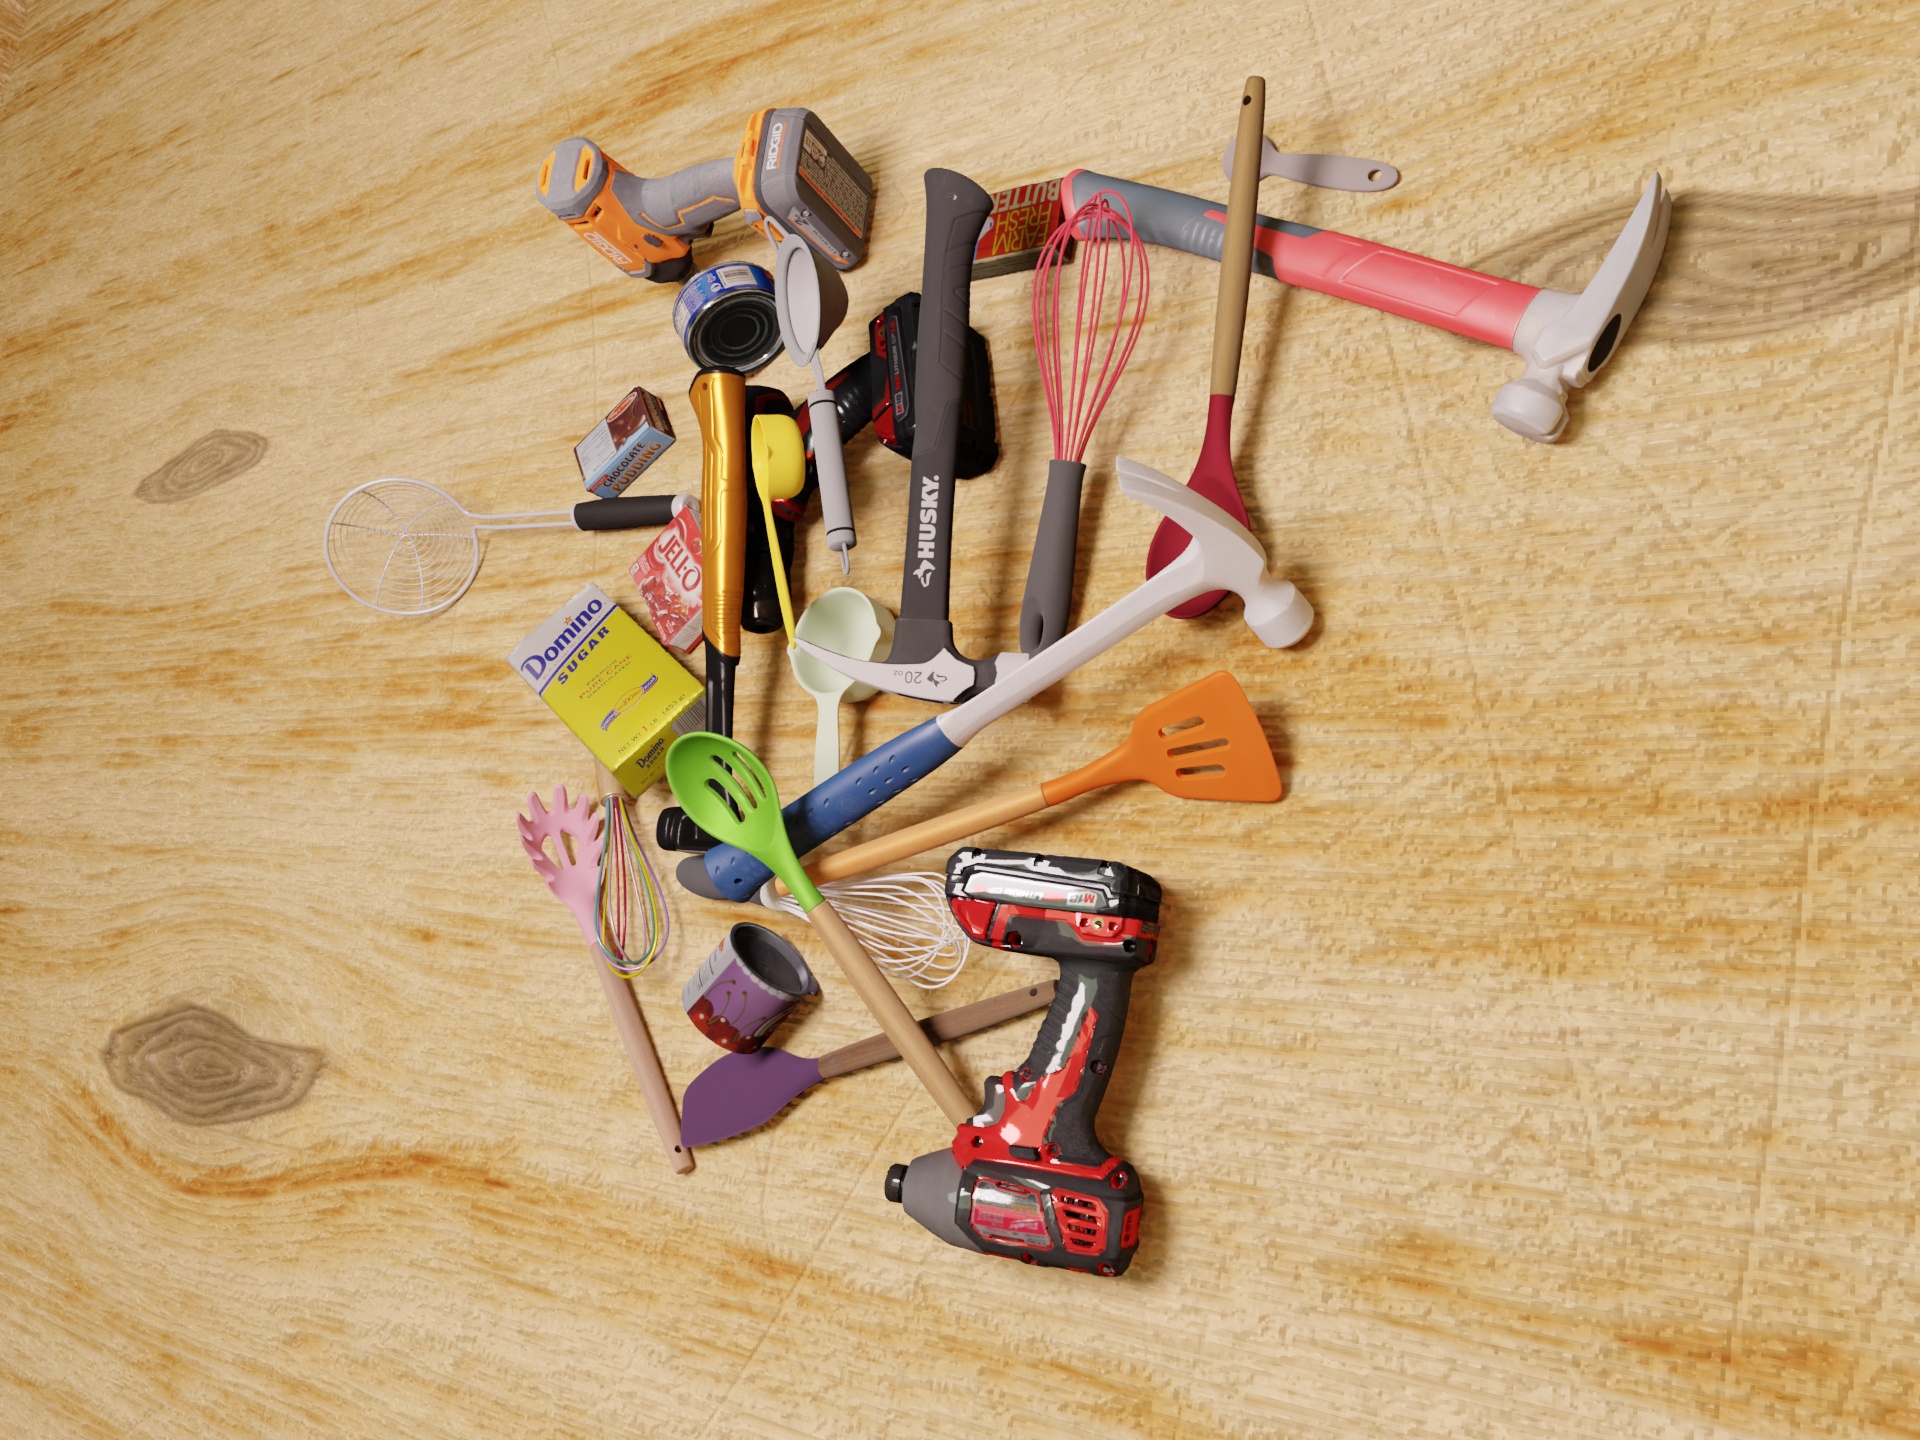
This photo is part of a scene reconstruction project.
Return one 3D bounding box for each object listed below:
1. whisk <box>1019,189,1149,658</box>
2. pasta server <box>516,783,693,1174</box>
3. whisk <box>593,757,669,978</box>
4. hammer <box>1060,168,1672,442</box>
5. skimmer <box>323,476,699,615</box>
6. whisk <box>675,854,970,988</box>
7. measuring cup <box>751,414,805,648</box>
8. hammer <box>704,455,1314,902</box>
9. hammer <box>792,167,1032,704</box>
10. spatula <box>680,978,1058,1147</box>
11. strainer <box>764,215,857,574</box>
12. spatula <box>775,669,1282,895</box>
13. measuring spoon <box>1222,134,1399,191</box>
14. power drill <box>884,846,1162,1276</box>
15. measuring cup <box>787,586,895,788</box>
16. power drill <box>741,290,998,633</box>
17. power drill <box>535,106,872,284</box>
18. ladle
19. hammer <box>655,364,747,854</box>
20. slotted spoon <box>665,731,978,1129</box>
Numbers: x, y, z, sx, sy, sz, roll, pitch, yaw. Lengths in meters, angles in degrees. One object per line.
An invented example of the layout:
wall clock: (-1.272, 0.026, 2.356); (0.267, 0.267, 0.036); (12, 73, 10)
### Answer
whisk: (0.069, -0.179, 0.985); (0.073, 0.073, 0.296); (11, 95, 39)
pasta server: (-0.253, 0.181, 1.149); (0.317, 0.060, 0.040); (60, 155, 31)
whisk: (-0.257, 0.079, 1.177); (0.047, 0.051, 0.245); (-53, 42, 43)
hammer: (0.211, -0.286, 0.933); (0.387, 0.038, 0.143); (32, 96, 39)
skimmer: (-0.373, -0.149, 1.308); (0.363, 0.127, 0.090); (1, 35, 33)
whisk: (-0.097, 0.117, 1.040); (0.285, 0.070, 0.070); (7, 81, 43)
measuring cup: (-0.113, -0.126, 1.058); (0.062, 0.029, 0.156); (180, 80, -74)
hammer: (-0.001, -0.003, 0.940); (0.405, 0.144, 0.035); (-33, 31, 25)
hammer: (-0.020, -0.178, 0.987); (0.146, 0.035, 0.335); (3, 85, 5)
spatula: (-0.067, 0.211, 1.008); (0.316, 0.018, 0.060); (-24, 51, 31)
strainer: (-0.090, -0.216, 1.045); (0.087, 0.050, 0.259); (138, 126, -63)
spatula: (0.027, 0.054, 0.936); (0.322, 0.041, 0.081); (-21, 102, 19)
measuring spoon: (0.208, -0.338, 0.963); (0.124, 0.018, 0.034); (25, 92, 39)
power drill: (0.036, 0.186, 0.882); (0.143, 0.078, 0.220); (4, 81, 20)
measuring cup: (-0.077, -0.005, 1.071); (0.083, 0.038, 0.168); (-8, 74, 36)
power drill: (-0.086, -0.175, 1.106); (0.227, 0.080, 0.188); (-20, 65, 35)
power drill: (-0.185, -0.385, 1.210); (0.226, 0.164, 0.084); (2, 77, 25)
ladle: (0.154, -0.215, 0.926); (0.069, 0.031, 0.315); (8, 94, 41)
hammer: (-0.159, -0.076, 1.091); (0.127, 0.034, 0.337); (-2, 87, 41)
slotted spoon: (-0.072, 0.134, 0.952); (0.070, 0.031, 0.314); (-41, 81, 32)
